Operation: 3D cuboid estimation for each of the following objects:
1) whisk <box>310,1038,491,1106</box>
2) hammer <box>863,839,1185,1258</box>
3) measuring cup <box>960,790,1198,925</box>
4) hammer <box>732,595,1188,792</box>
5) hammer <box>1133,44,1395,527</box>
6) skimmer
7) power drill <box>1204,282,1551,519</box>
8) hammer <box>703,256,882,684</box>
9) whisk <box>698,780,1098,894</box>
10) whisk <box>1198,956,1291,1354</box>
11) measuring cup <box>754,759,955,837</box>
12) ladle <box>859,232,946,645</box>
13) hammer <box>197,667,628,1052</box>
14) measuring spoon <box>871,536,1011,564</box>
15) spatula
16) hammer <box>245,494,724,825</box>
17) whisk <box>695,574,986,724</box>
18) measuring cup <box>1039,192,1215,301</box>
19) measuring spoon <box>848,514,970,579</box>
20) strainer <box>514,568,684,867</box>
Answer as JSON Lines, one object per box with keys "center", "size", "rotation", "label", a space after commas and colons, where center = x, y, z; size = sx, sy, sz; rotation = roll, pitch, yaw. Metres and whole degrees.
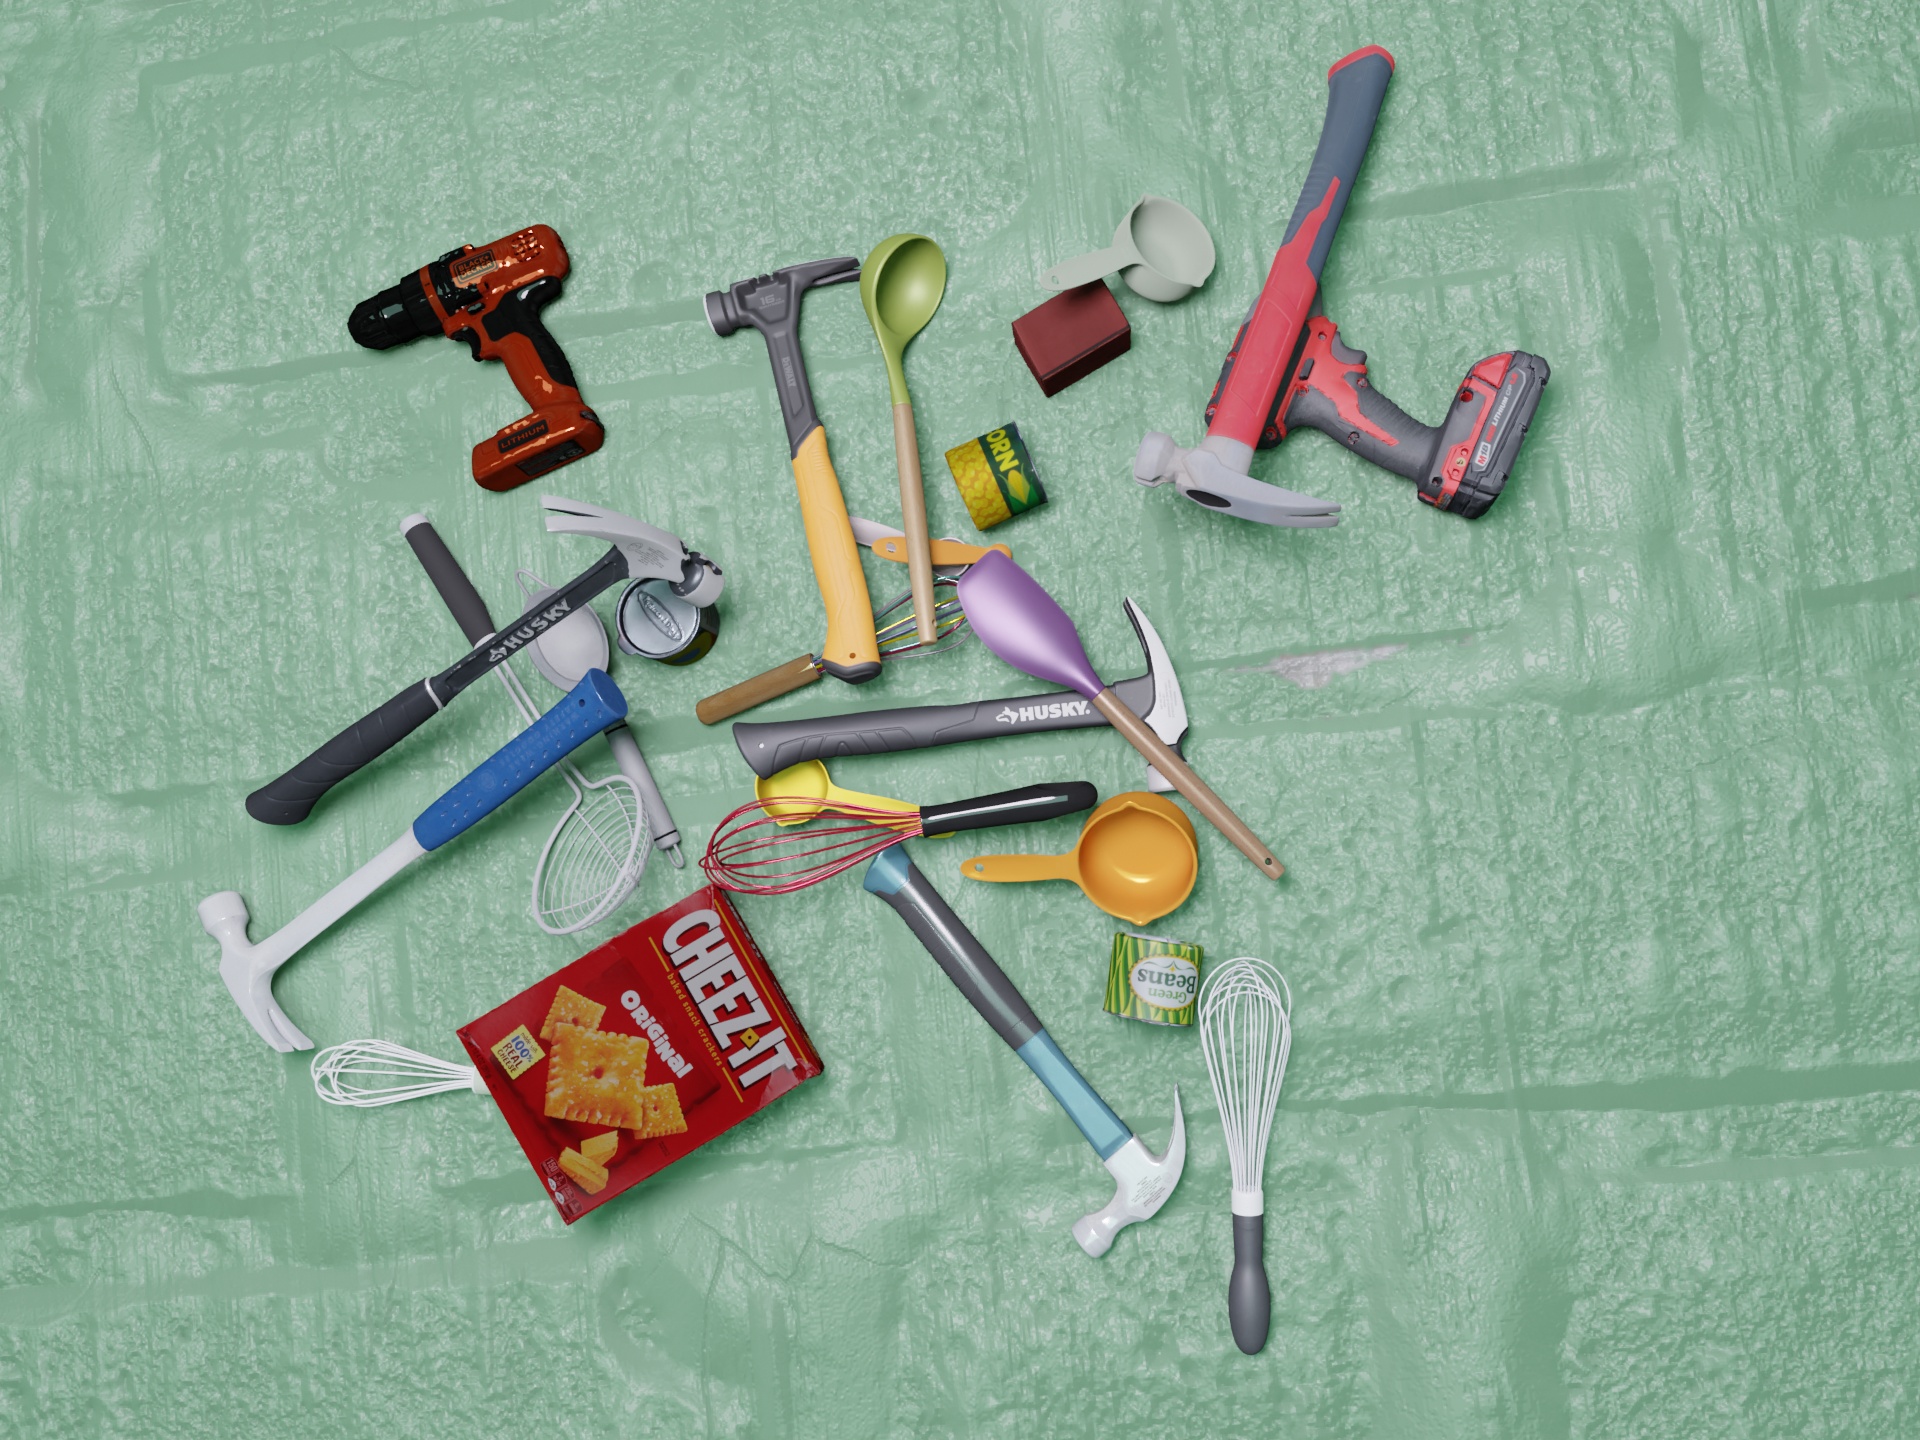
{"center": [-0.377, 0.274, 1.218], "size": [0.246, 0.058, 0.059], "rotation": [1, 120, 4], "label": "whisk"}
{"center": [0.041, 0.226, 1.175], "size": [0.128, 0.033, 0.331], "rotation": [-41, 82, 3], "label": "hammer"}
{"center": [0.089, 0.098, 1.166], "size": [0.173, 0.052, 0.095], "rotation": [-3, 107, 15], "label": "measuring cup"}
{"center": [-0.002, -0.004, 1.182], "size": [0.335, 0.035, 0.146], "rotation": [-6, 85, 0], "label": "hammer"}
{"center": [0.254, -0.317, 1.131], "size": [0.143, 0.038, 0.386], "rotation": [18, 74, 14], "label": "hammer"}
{"center": [-0.349, -0.007, 1.210], "size": [0.127, 0.090, 0.363], "rotation": [-38, 80, 23], "label": "skimmer"}
{"center": [0.303, -0.244, 1.162], "size": [0.220, 0.078, 0.143], "rotation": [22, 88, 11], "label": "power drill"}
{"center": [-0.102, -0.190, 1.200], "size": [0.127, 0.034, 0.337], "rotation": [-15, 75, 6], "label": "hammer"}
{"center": [-0.047, 0.076, 1.155], "size": [0.296, 0.073, 0.073], "rotation": [-10, 84, 3], "label": "whisk"}
{"center": [0.204, 0.312, 1.141], "size": [0.070, 0.070, 0.284], "rotation": [-1, 90, 7], "label": "whisk"}
{"center": [-0.079, 0.064, 1.208], "size": [0.156, 0.029, 0.062], "rotation": [15, 85, 2], "label": "measuring cup"}
{"center": [-0.030, -0.212, 1.178], "size": [0.062, 0.078, 0.320], "rotation": [-15, 73, 30], "label": "ladle"}
{"center": [-0.405, 0.097, 1.185], "size": [0.405, 0.035, 0.144], "rotation": [-35, 73, 16], "label": "hammer"}
{"center": [-0.012, -0.127, 1.188], "size": [0.117, 0.011, 0.021], "rotation": [1, 75, -27], "label": "measuring spoon"}
{"center": [0.117, 0.001, 1.153], "size": [0.316, 0.018, 0.060], "rotation": [45, 86, 5], "label": "spatula"}
{"center": [-0.370, -0.029, 1.148], "size": [0.409, 0.149, 0.036], "rotation": [-31, 57, 19], "label": "hammer"}
{"center": [-0.091, -0.050, 1.203], "size": [0.245, 0.051, 0.047], "rotation": [-22, 50, 10], "label": "whisk"}
{"center": [0.115, -0.333, 1.170], "size": [0.167, 0.038, 0.083], "rotation": [-27, 83, -31], "label": "measuring cup"}
{"center": [-0.050, -0.135, 1.226], "size": [0.124, 0.018, 0.034], "rotation": [19, 72, 14], "label": "measuring spoon"}
{"center": [-0.270, -0.003, 1.227], "size": [0.087, 0.050, 0.258], "rotation": [-26, 89, 36], "label": "strainer"}
